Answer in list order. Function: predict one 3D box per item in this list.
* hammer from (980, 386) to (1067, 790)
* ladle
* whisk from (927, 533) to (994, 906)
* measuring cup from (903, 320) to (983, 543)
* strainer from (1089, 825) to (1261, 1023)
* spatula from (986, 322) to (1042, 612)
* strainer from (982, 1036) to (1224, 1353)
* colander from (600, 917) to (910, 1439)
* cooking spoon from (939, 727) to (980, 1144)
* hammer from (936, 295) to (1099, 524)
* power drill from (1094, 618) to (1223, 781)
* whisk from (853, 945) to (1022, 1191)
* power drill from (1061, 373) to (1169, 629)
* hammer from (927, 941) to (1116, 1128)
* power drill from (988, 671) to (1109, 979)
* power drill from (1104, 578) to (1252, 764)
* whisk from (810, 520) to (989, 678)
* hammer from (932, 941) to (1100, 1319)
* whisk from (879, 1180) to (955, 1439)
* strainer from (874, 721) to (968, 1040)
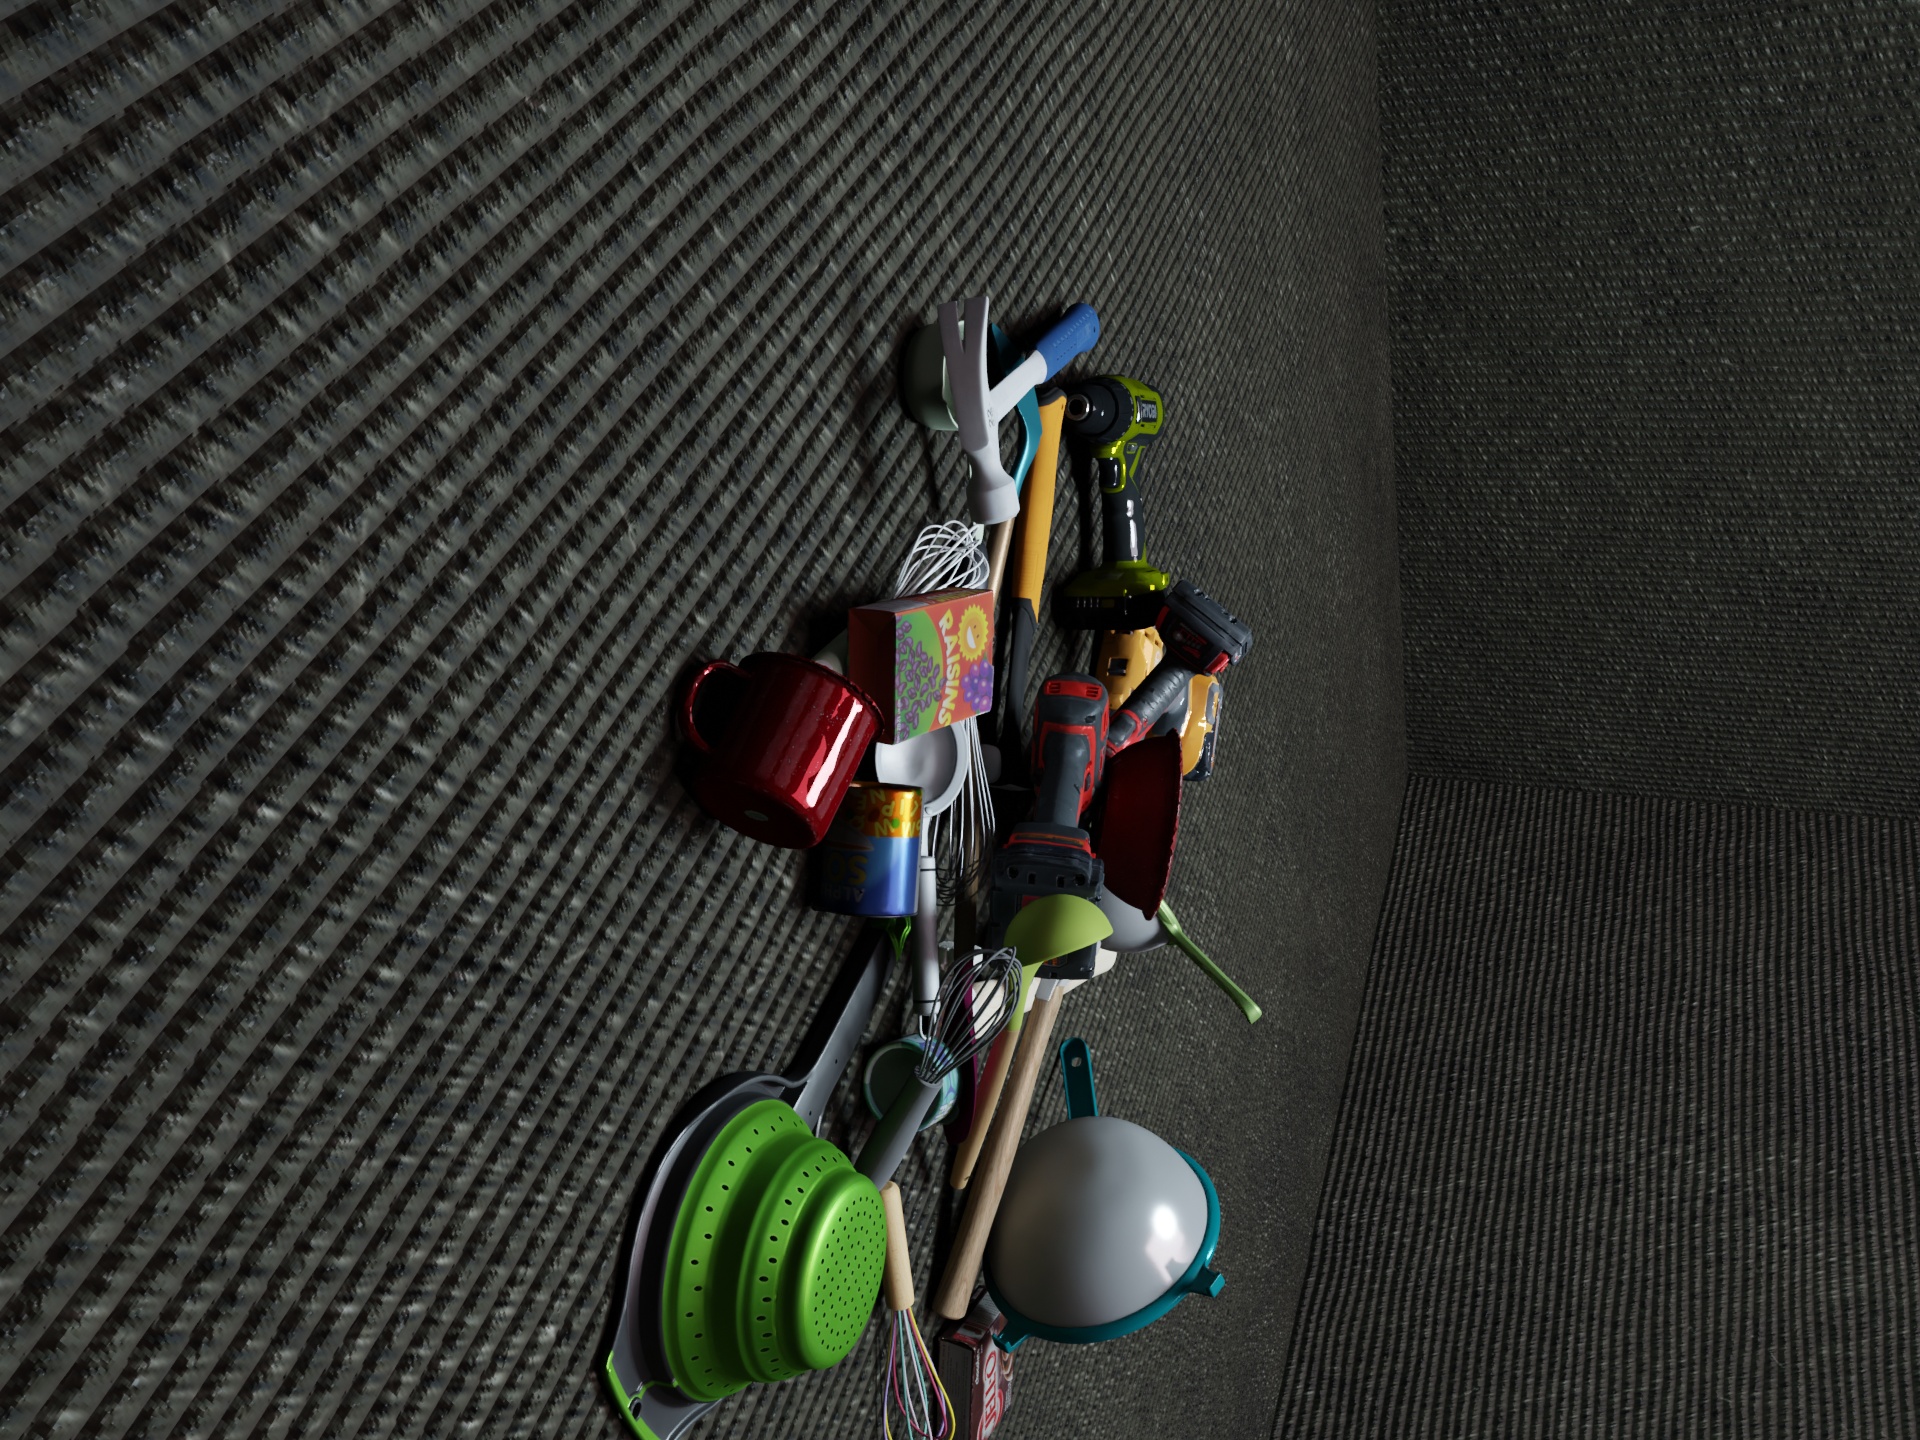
[{"bbox_3d":[0.059,-0.110,1.328,0.127,0.034,0.337,14,81,-66],"label":"hammer"},{"bbox_3d":[0.038,0.248,1.160,0.078,0.062,0.320,-16,136,-36],"label":"ladle"},{"bbox_3d":[-0.003,-0.004,1.183,0.070,0.070,0.285,33,58,-64],"label":"whisk"},{"bbox_3d":[-0.008,-0.205,1.148,0.083,0.038,0.167,-54,144,-51],"label":"measuring cup"},{"bbox_3d":[0.159,0.196,1.423,0.069,0.257,0.151,-40,144,-9],"label":"strainer"},{"bbox_3d":[0.023,-0.151,1.253,0.082,0.044,0.317,29,73,-64],"label":"spatula"},{"bbox_3d":[0.102,0.372,1.388,0.341,0.211,0.095,-93,162,-60],"label":"strainer"},{"bbox_3d":[-0.078,0.265,0.999,0.397,0.094,0.204,-61,148,-44],"label":"colander"},{"bbox_3d":[0.004,0.156,1.199,0.068,0.017,0.319,141,-45,-59],"label":"cooking spoon"},{"bbox_3d":[0.055,-0.272,1.207,0.406,0.035,0.144,-58,140,-63],"label":"hammer"},{"bbox_3d":[0.192,0.005,1.613,0.226,0.084,0.185,31,66,-60],"label":"power drill"},{"bbox_3d":[-0.022,0.245,1.081,0.239,0.055,0.055,-61,166,23],"label":"whisk"},{"bbox_3d":[0.135,-0.199,1.441,0.190,0.080,0.228,-21,111,-66],"label":"power drill"},{"bbox_3d":[0.063,0.246,1.407,0.410,0.038,0.146,0,96,-67],"label":"hammer"},{"bbox_3d":[0.075,0.097,1.237,0.227,0.080,0.187,-77,171,-49],"label":"power drill"},{"bbox_3d":[0.160,-0.013,1.413,0.219,0.078,0.143,-51,169,5],"label":"power drill"},{"bbox_3d":[-0.046,-0.074,1.078,0.059,0.058,0.246,-51,177,40],"label":"whisk"},{"bbox_3d":[0.040,0.323,1.295,0.130,0.031,0.331,29,79,-71],"label":"hammer"},{"bbox_3d":[-0.039,0.455,1.198,0.051,0.047,0.245,-37,125,-59],"label":"whisk"},{"bbox_3d":[-0.030,0.092,1.108,0.086,0.050,0.258,3,82,-42],"label":"strainer"}]
